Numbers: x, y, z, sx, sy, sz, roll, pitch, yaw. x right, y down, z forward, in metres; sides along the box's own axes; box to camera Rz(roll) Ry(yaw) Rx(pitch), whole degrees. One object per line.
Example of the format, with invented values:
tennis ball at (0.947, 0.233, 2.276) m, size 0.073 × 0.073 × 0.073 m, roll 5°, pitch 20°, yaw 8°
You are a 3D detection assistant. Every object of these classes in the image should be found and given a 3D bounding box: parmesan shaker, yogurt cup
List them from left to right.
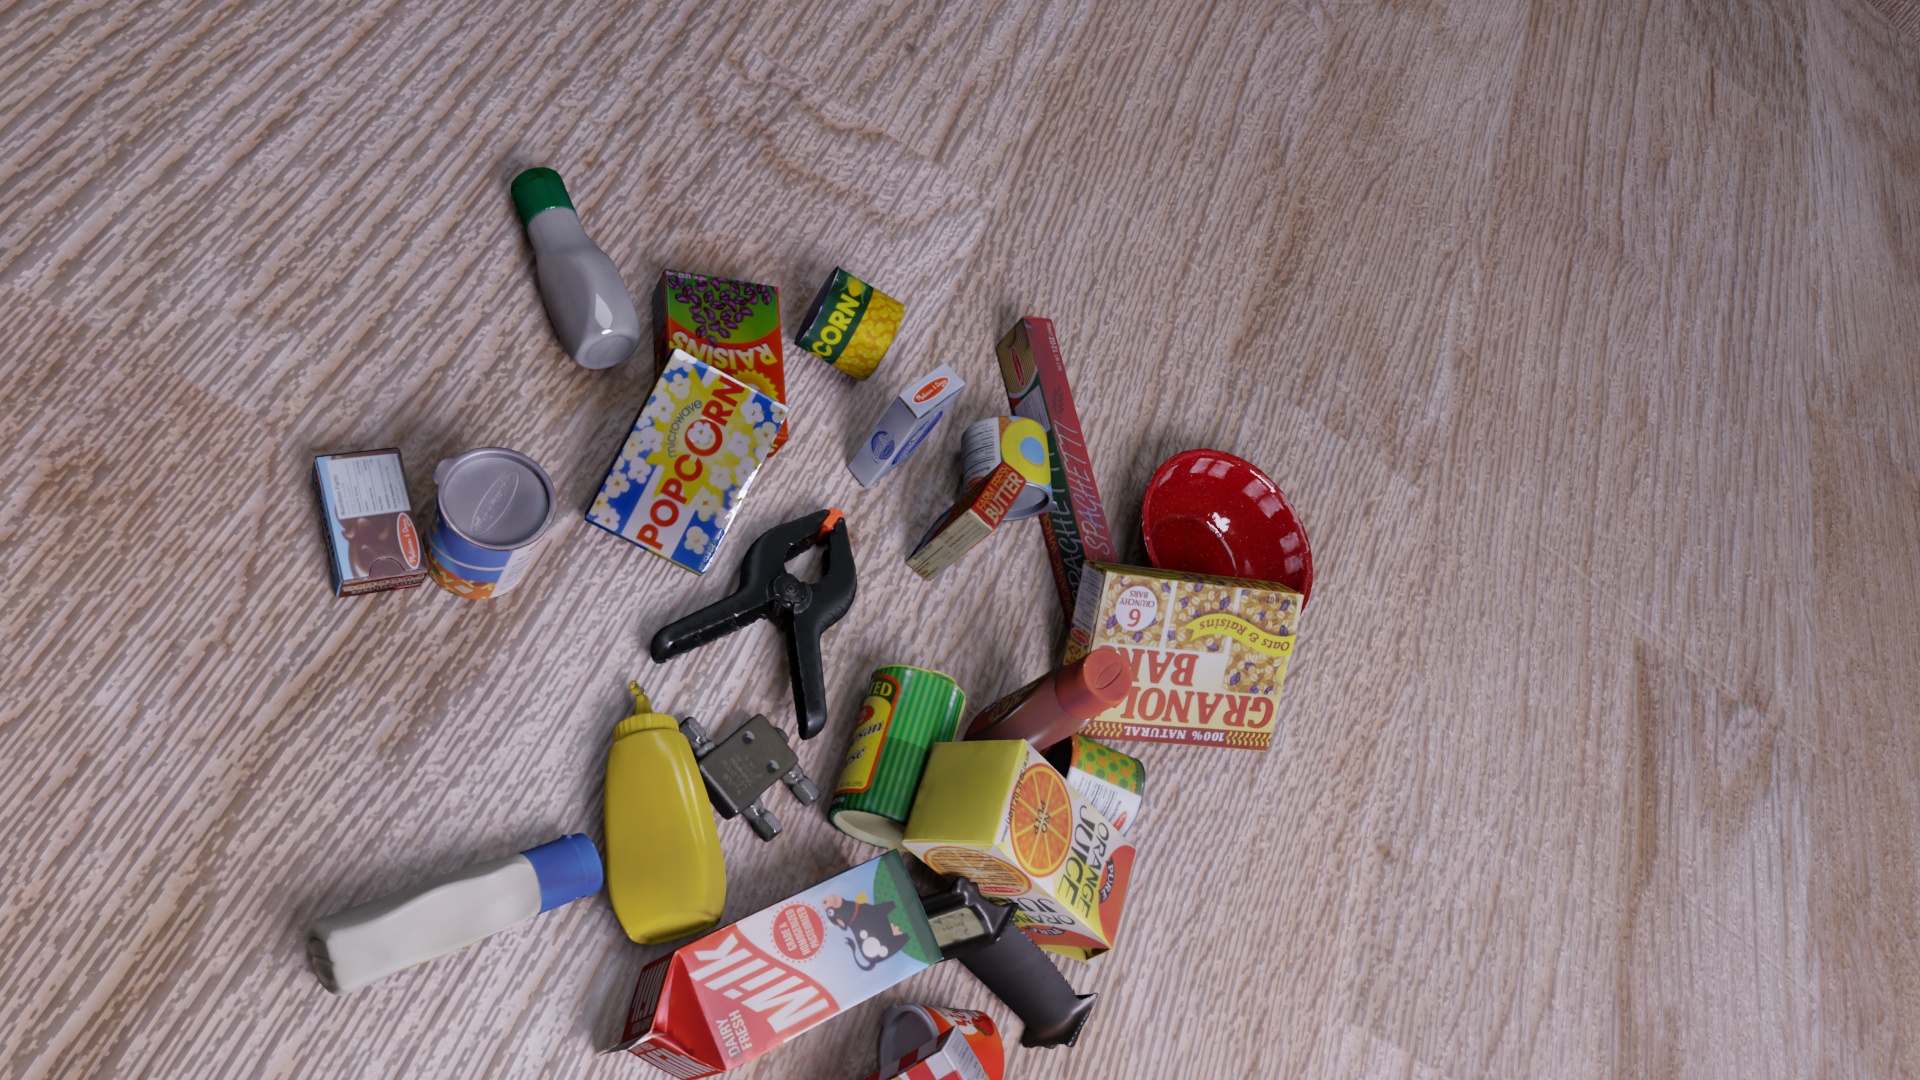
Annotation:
parmesan shaker at (-0.040, 0.140, 0.902) m, size 0.071 × 0.071 × 0.103 m, roll 27°, pitch 57°, yaw -15°
yogurt cup at (-0.010, 0.315, 0.842) m, size 0.054 × 0.072 × 0.072 m, roll 9°, pitch 63°, yaw -34°

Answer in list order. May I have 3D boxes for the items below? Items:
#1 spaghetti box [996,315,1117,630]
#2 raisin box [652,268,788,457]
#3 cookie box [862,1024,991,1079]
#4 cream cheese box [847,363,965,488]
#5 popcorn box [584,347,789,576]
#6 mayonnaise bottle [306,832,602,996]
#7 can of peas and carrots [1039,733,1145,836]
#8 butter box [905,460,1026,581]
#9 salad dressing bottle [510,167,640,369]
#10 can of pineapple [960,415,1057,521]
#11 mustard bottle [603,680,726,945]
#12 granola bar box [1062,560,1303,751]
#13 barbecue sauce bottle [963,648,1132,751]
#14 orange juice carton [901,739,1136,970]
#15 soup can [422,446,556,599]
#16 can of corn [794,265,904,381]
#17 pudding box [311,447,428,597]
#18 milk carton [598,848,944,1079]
spaghetti box at (0.077, -0.052, 1.071) m, size 0.029 × 0.050 × 0.250 m, roll -3°, pitch 69°, yaw -29°
raisin box at (-0.169, -0.124, 0.978) m, size 0.086 × 0.040 × 0.124 m, roll 6°, pitch 65°, yaw -27°
cookie box at (-0.011, 0.380, 0.778) m, size 0.167 × 0.123 × 0.040 m, roll 58°, pitch 10°, yaw 6°
cream cheese box at (-0.039, -0.080, 0.988) m, size 0.024 × 0.103 × 0.053 m, roll 48°, pitch 53°, yaw 4°
popcorn box at (-0.178, -0.051, 0.906) m, size 0.085 × 0.038 × 0.127 m, roll 28°, pitch 85°, yaw -16°
mayonnaise bottle at (-0.270, 0.200, 0.756) m, size 0.148 × 0.064 × 0.041 m, roll -14°, pitch 88°, yaw -37°
can of peas and carrots at (0.086, 0.171, 0.962) m, size 0.059 × 0.070 × 0.071 m, roll 25°, pitch 58°, yaw -16°
butter box at (0.003, -0.012, 0.979) m, size 0.024 × 0.103 × 0.053 m, roll 40°, pitch 54°, yaw -8°
salad dressing bottle at (-0.265, -0.187, 0.945) m, size 0.044 × 0.064 × 0.148 m, roll -9°, pitch 64°, yaw -43°
can of pineapple at (0.035, -0.053, 1.039) m, size 0.071 × 0.070 × 0.058 m, roll 9°, pitch 63°, yaw -25°
mustard bottle at (-0.180, 0.155, 0.825) m, size 0.065 × 0.048 × 0.161 m, roll -15°, pitch 60°, yaw 0°
granola bar box at (0.159, 0.086, 1.011) m, size 0.166 × 0.039 × 0.124 m, roll 7°, pitch 100°, yaw -21°
barbecue sauce bottle at (0.060, 0.111, 0.923) m, size 0.065 × 0.148 × 0.043 m, roll -38°, pitch 89°, yaw -36°
orange juice carton at (0.051, 0.206, 0.895) m, size 0.192 × 0.073 × 0.072 m, roll 48°, pitch 48°, yaw -37°
soup can at (-0.286, -0.010, 0.832) m, size 0.071 × 0.083 × 0.071 m, roll 12°, pitch 62°, yaw -24°
can of corn at (-0.081, -0.158, 1.024) m, size 0.058 × 0.071 × 0.071 m, roll 28°, pitch 57°, yaw -15°
pudding box at (-0.353, -0.011, 0.829) m, size 0.050 × 0.030 × 0.084 m, roll -10°, pitch 72°, yaw -33°
milk carton at (-0.114, 0.254, 0.807) m, size 0.191 × 0.072 × 0.073 m, roll -18°, pitch 76°, yaw -33°
